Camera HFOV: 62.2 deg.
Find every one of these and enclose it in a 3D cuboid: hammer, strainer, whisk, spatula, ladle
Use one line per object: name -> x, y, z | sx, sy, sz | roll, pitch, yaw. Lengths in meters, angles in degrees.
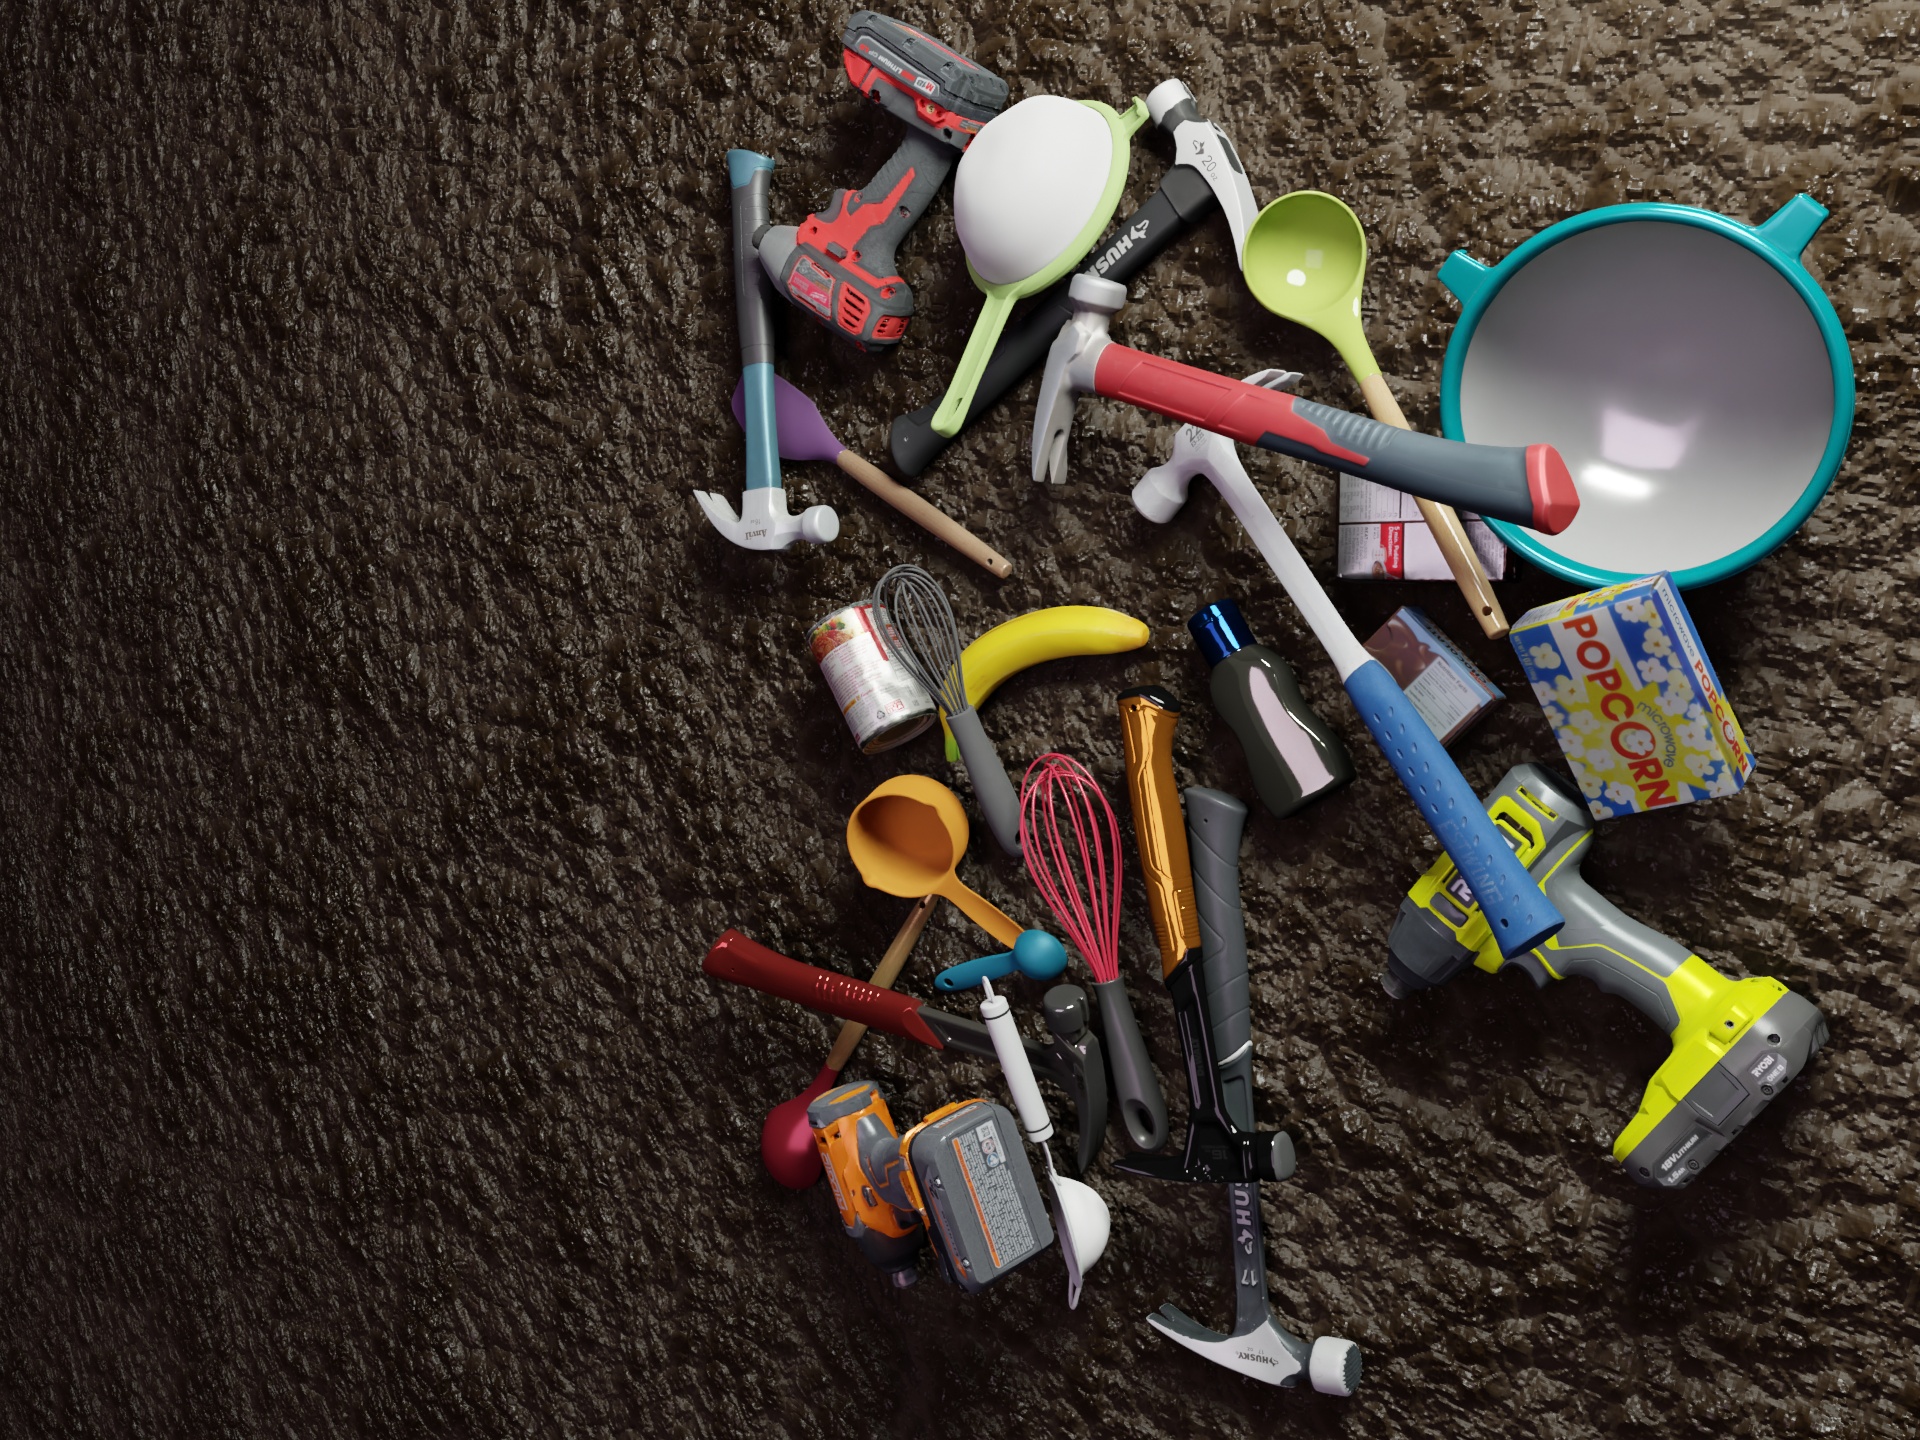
hammer -> -0.052, 0.232, 1.224 | 0.359, 0.037, 0.149 | 10, 122, 32
strainer -> 0.060, 0.297, 1.128 | 0.050, 0.087, 0.258 | -21, 101, -5
strainer -> 0.398, -0.125, 0.901 | 0.211, 0.095, 0.340 | 2, 115, 39
whisk -> 0.100, 0.167, 1.139 | 0.073, 0.073, 0.296 | -15, 91, 35
hammer -> 0.141, 0.144, 1.081 | 0.127, 0.034, 0.337 | -10, 86, 35
spatula -> -0.077, -0.194, 1.256 | 0.316, 0.018, 0.059 | 37, 112, 28
ladle -> 0.255, -0.190, 0.964 | 0.078, 0.062, 0.320 | -30, 63, 23
strainer -> 0.019, -0.323, 1.091 | 0.152, 0.069, 0.256 | 19, 85, 50
hammer -> 0.186, 0.249, 1.097 | 0.149, 0.036, 0.409 | -5, 90, 36
hammer -> -0.163, -0.300, 1.286 | 0.128, 0.033, 0.331 | -5, 86, 34
hammer -> 0.069, -0.284, 1.138 | 0.334, 0.035, 0.146 | -38, 72, 31
hammer -> 0.243, -0.042, 0.980 | 0.144, 0.035, 0.406 | -51, 56, 39
hammer -> 0.191, -0.167, 0.974 | 0.387, 0.038, 0.143 | 30, 114, 42
whisk -> -0.002, -0.003, 1.165 | 0.055, 0.055, 0.239 | -15, 107, 35
ladle -> -0.090, 0.262, 1.295 | 0.069, 0.031, 0.315 | 39, 112, 26

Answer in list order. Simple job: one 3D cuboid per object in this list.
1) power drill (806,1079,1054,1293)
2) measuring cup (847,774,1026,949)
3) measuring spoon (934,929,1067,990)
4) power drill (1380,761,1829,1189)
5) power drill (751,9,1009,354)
power drill -> -0.027, 0.358, 1.189 | 0.226, 0.084, 0.164 | -16, 93, 59
measuring cup -> -0.005, 0.112, 1.217 | 0.173, 0.052, 0.095 | 39, 119, -1
measuring spoon -> 0.025, 0.192, 1.205 | 0.128, 0.021, 0.042 | -24, 106, 37
power drill -> 0.369, 0.158, 0.941 | 0.223, 0.080, 0.171 | 45, 116, 28
power drill -> -0.070, -0.404, 1.196 | 0.143, 0.078, 0.219 | 37, 117, 17
